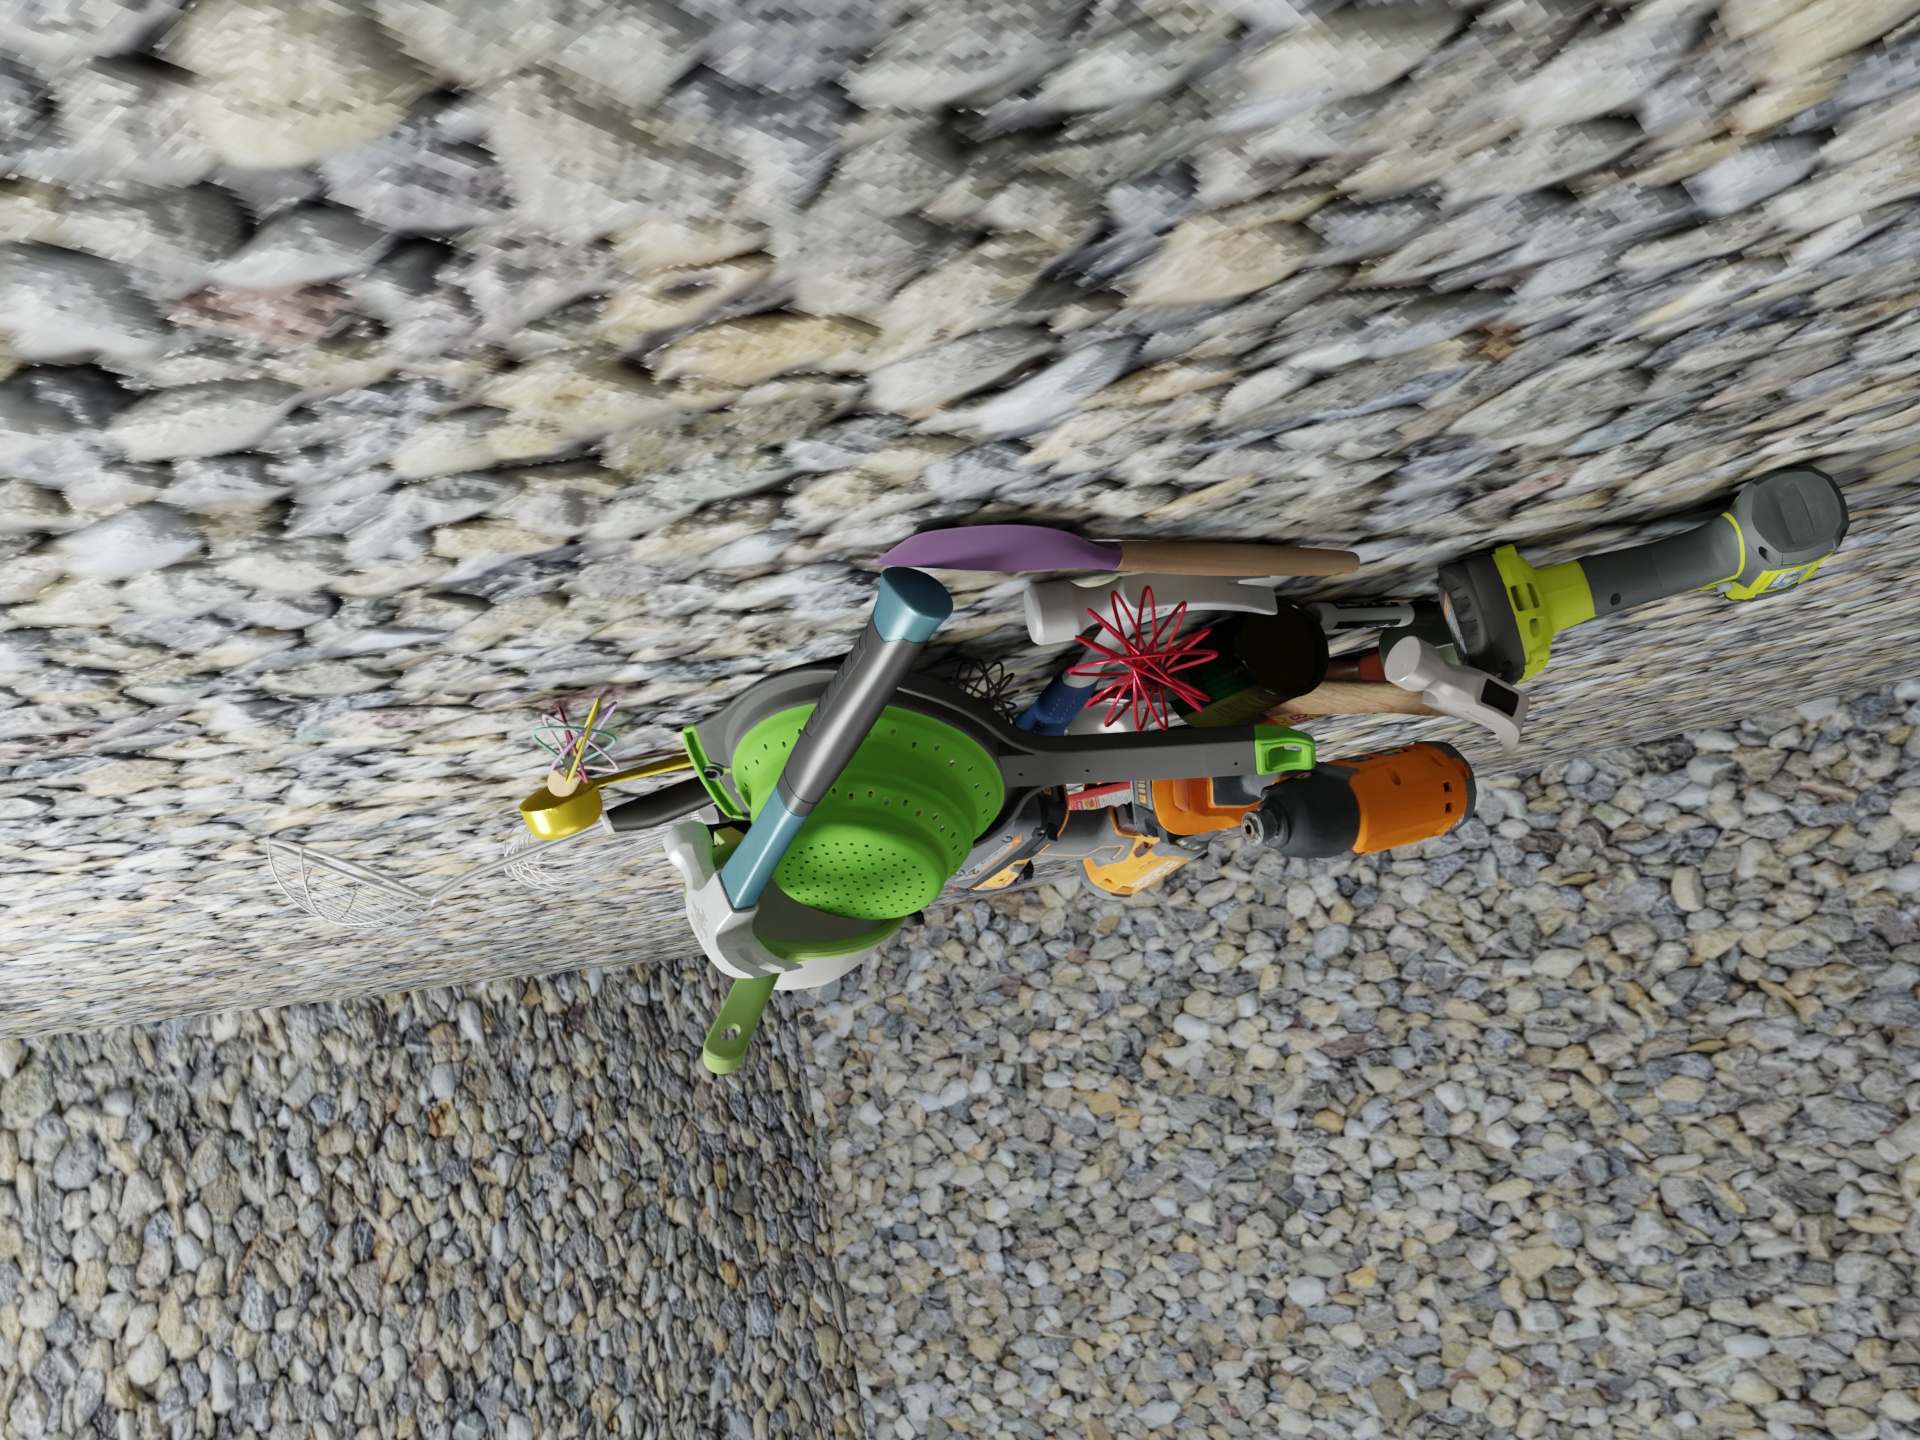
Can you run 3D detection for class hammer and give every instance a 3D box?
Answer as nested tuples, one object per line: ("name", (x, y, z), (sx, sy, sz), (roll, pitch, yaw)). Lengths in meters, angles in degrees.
("hammer", (0.088, -0.032, 1.055), (0.144, 0.035, 0.405), (-9, 170, -8))
("hammer", (0.259, -0.016, 1.098), (0.130, 0.031, 0.331), (23, 173, -21))
("hammer", (-0.087, 0.032, 0.875), (0.033, 0.128, 0.331), (-7, 147, -35))

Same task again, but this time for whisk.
("whisk", (-0.003, -0.003, 1.103), (0.055, 0.055, 0.239), (-9, 174, -12))
("whisk", (0.102, -0.027, 0.847), (0.073, 0.073, 0.296), (-13, 177, 9))
("whisk", (-0.244, 0.088, 1.334), (0.284, 0.070, 0.070), (-11, 171, -33))
("whisk", (-0.249, 0.027, 1.012), (0.051, 0.047, 0.245), (-9, 173, -19))

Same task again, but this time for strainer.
("strainer", (-0.119, 0.161, 1.025), (0.151, 0.069, 0.256), (10, -153, 6))
("strainer", (0.150, -0.017, 1.207), (0.086, 0.050, 0.258), (12, 156, -29))

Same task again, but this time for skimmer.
("skimmer", (-0.335, 0.072, 1.207), (0.363, 0.090, 0.127), (-20, 165, -7))

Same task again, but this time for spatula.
("spatula", (0.100, -0.085, 0.821), (0.315, 0.018, 0.060), (-2, 166, -36))

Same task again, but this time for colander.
("colander", (0.019, 0.056, 0.984), (0.397, 0.095, 0.204), (-3, 143, 12))

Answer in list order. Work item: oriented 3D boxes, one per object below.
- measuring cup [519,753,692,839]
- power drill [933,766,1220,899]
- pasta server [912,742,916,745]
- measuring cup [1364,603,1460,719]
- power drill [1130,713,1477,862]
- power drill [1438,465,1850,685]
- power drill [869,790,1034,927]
("measuring cup", (-0.238, 0.052, 1.149), (0.156, 0.029, 0.062), (-15, -162, -5))
("power drill", (0.108, 0.074, 1.232), (0.226, 0.084, 0.185), (10, 145, -37))
("pasta server", (0.014, 0.031, 1.327), (0.060, 0.040, 0.316), (-17, 169, 34))
("measuring cup", (0.337, -0.042, 1.203), (0.083, 0.038, 0.167), (-8, 162, -11))
("power drill", (0.207, 0.048, 1.073), (0.164, 0.084, 0.226), (-10, -171, -27))
("power drill", (0.428, -0.085, 1.017), (0.223, 0.080, 0.171), (-17, 168, 14))
("power drill", (-0.017, 0.109, 1.435), (0.078, 0.143, 0.219), (-13, 172, 25))
